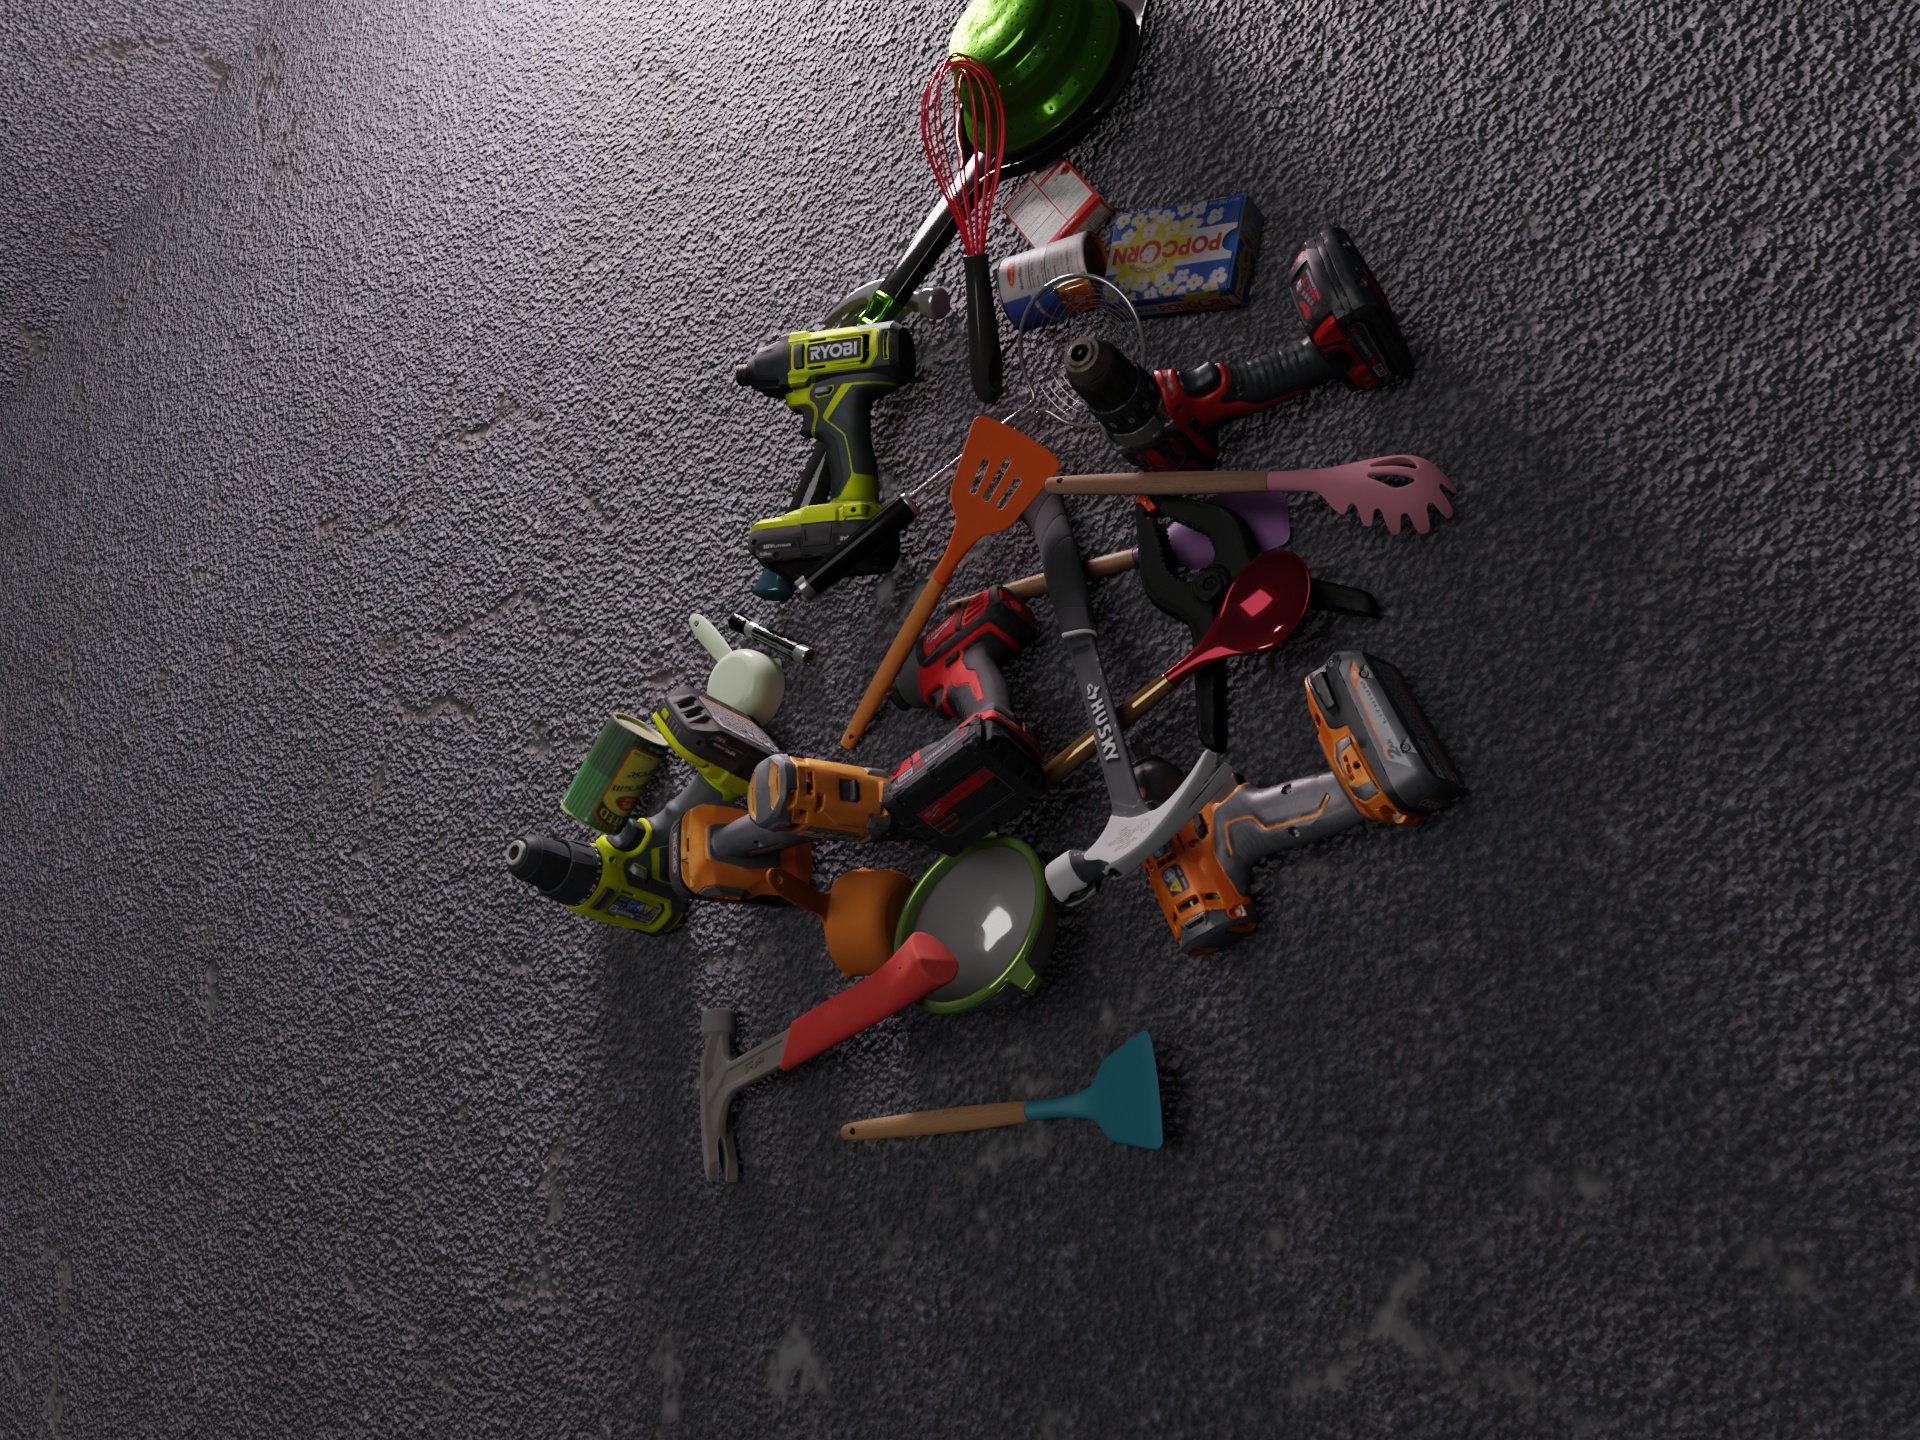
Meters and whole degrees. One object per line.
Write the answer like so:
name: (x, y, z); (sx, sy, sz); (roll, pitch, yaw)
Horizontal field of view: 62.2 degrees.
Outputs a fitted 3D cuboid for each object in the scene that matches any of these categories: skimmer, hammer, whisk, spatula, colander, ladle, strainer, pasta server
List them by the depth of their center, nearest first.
ladle: (0.137, -0.014, 1.192); (0.315, 0.031, 0.069); (-40, 53, 19)
pasta server: (0.209, -0.175, 1.200); (0.316, 0.040, 0.060); (4, 58, 30)
hammer: (0.098, -0.055, 1.216); (0.149, 0.036, 0.409); (-36, 41, 24)
spatula: (0.025, 0.299, 1.216); (0.317, 0.044, 0.082); (-17, 69, 34)
strainer: (0.032, 0.124, 1.267); (0.151, 0.069, 0.257); (-18, 47, 38)
hammer: (-0.116, 0.259, 1.274); (0.359, 0.036, 0.149); (-36, 52, 45)
spatula: (0.121, -0.129, 1.302); (0.316, 0.018, 0.060); (-14, 70, 32)
skimmer: (0.000, -0.227, 1.338); (0.363, 0.090, 0.127); (-38, 80, 3)
spatula: (-0.026, -0.104, 1.360); (0.322, 0.081, 0.041); (-59, 6, 27)
whisk: (0.011, -0.427, 1.392); (0.073, 0.073, 0.295); (6, 109, 38)
colander: (0.008, -0.539, 1.447); (0.397, 0.094, 0.205); (-53, 43, 5)
hammer: (-0.121, -0.268, 1.523); (0.128, 0.033, 0.331); (21, 89, 39)

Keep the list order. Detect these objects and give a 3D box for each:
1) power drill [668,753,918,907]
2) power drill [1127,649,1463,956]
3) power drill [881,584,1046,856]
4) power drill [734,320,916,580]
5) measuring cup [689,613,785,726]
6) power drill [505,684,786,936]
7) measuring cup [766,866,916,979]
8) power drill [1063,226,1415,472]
power drill: (-0.125, 0.095, 1.341); (0.226, 0.185, 0.084); (-30, 57, 49)
power drill: (0.217, 0.045, 1.125); (0.226, 0.084, 0.164); (-36, 63, 27)
power drill: (-0.002, -0.004, 1.278); (0.143, 0.078, 0.220); (-36, 31, 25)
power drill: (-0.129, -0.247, 1.459); (0.171, 0.080, 0.223); (-3, 80, 19)
measuring cup: (-0.231, -0.058, 1.532); (0.083, 0.038, 0.168); (-52, 54, 12)
power drill: (-0.279, 0.085, 1.429); (0.228, 0.190, 0.080); (-49, 50, 8)
measuring cup: (-0.086, 0.149, 1.268); (0.052, 0.173, 0.095); (-5, 65, 30)
power drill: (0.201, -0.268, 1.183); (0.226, 0.187, 0.080); (-26, 60, 24)
